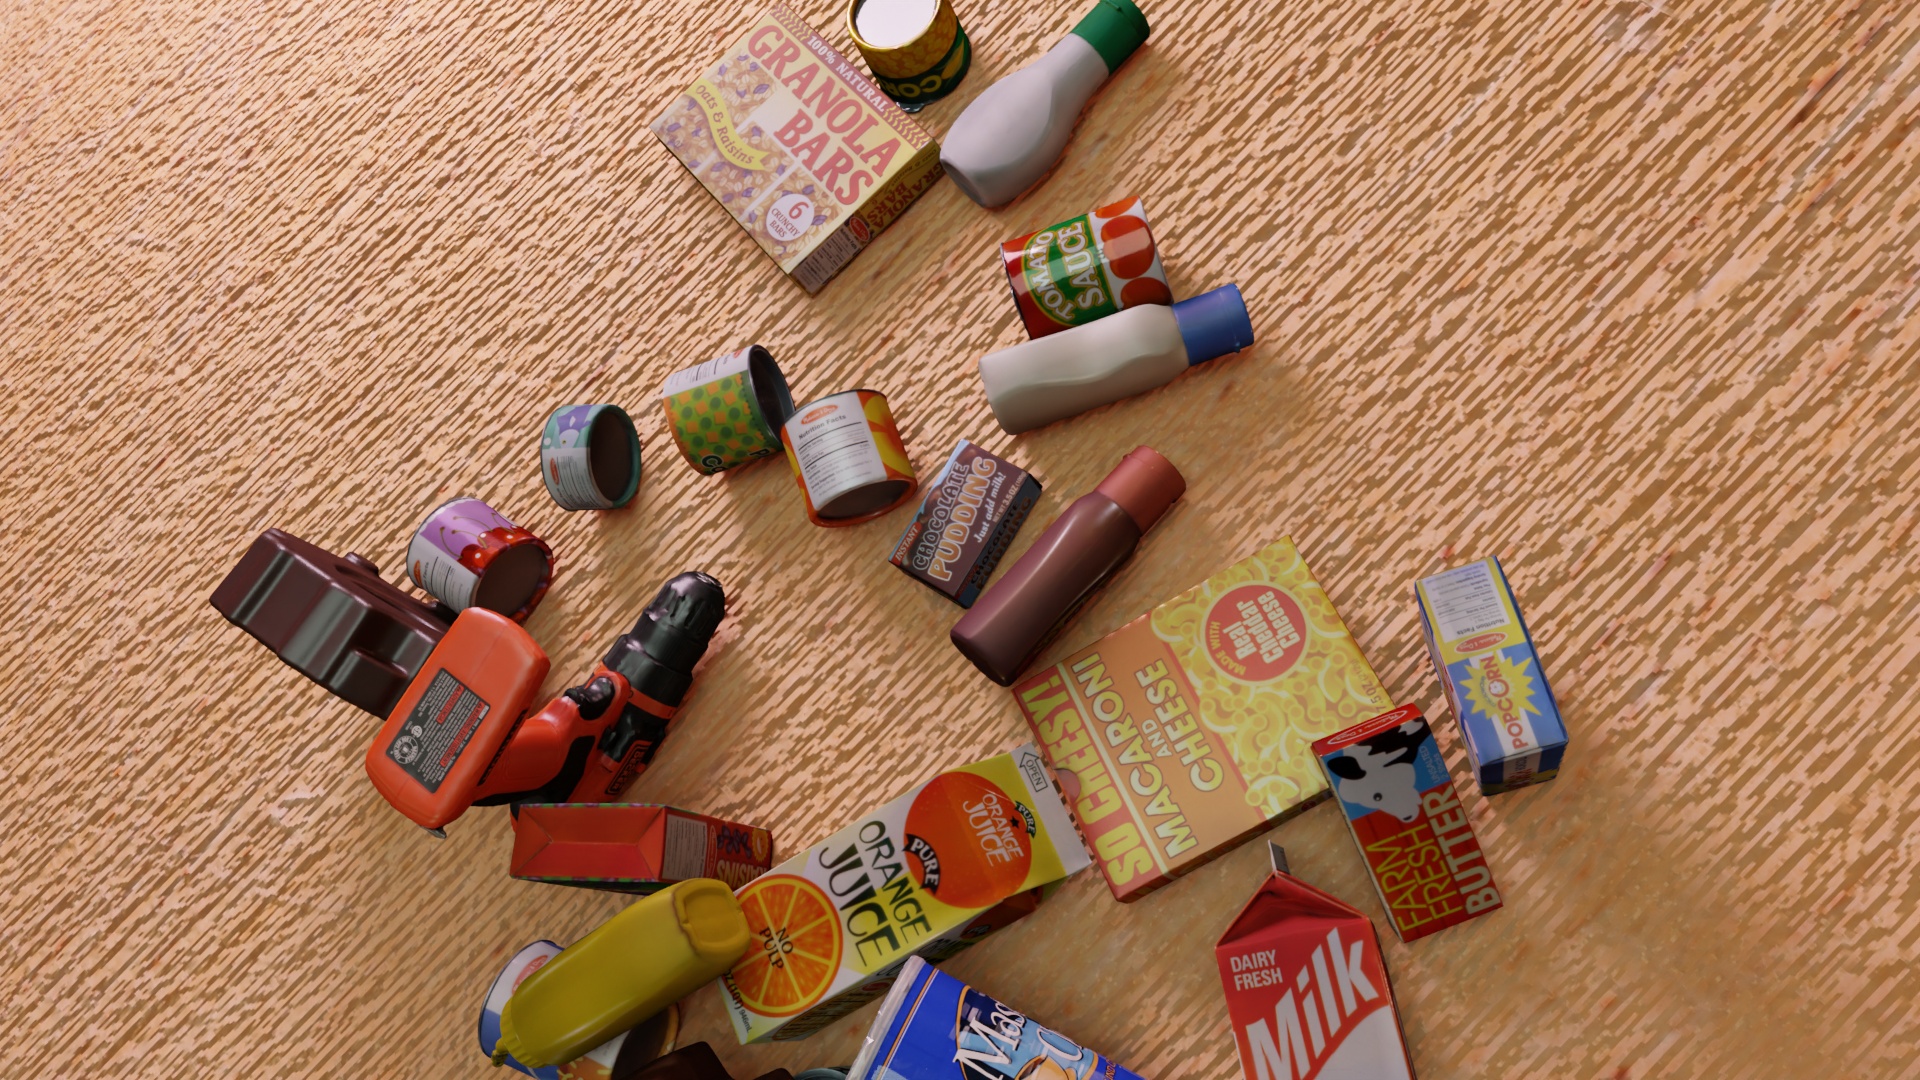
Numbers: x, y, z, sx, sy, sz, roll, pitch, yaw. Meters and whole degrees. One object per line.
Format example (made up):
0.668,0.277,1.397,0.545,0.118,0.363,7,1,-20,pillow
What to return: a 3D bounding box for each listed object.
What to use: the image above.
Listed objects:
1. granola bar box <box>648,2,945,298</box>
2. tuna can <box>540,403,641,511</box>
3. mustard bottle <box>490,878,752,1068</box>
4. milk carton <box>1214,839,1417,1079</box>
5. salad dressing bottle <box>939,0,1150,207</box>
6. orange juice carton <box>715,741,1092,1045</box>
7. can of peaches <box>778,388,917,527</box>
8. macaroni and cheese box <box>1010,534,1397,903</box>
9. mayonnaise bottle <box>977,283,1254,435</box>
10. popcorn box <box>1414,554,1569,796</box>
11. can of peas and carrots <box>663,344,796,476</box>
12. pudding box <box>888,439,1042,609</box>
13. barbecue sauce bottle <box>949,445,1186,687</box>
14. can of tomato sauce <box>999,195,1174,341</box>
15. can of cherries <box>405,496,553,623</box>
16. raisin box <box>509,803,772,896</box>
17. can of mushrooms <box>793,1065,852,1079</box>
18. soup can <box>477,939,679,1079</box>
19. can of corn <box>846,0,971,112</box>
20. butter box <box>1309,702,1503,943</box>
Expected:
-0.106,-0.253,0.896,0.124,0.039,0.166,-43,65,2,granola bar box
-0.226,-0.053,0.857,0.033,0.071,0.071,-1,73,17,tuna can
-0.178,0.220,0.681,0.160,0.065,0.049,-34,70,18,mustard bottle
0.167,0.234,0.634,0.073,0.072,0.191,-15,70,13,milk carton
0.053,-0.270,0.849,0.147,0.044,0.064,-46,64,-1,salad dressing bottle
-0.030,0.181,0.713,0.192,0.073,0.072,-31,66,6,orange juice carton
-0.063,-0.046,0.801,0.071,0.071,0.058,-24,73,9,can of peaches
0.126,0.091,0.710,0.166,0.040,0.124,-30,66,6,macaroni and cheese box
0.087,-0.102,0.775,0.148,0.064,0.041,-18,72,7,mayonnaise bottle
0.242,0.066,0.634,0.038,0.126,0.085,-20,68,14,popcorn box
-0.136,-0.075,0.835,0.058,0.071,0.071,-17,69,13,can of peas and carrots
0.003,-0.010,0.787,0.050,0.030,0.084,29,83,25,pudding box
0.059,0.012,0.748,0.043,0.065,0.149,44,81,-1,barbecue sauce bottle
0.072,-0.152,0.789,0.083,0.071,0.071,-18,69,11,can of tomato sauce
-0.293,0.013,0.857,0.058,0.071,0.071,28,83,23,can of cherries
-0.163,0.166,0.733,0.086,0.123,0.040,-4,72,17,raisin box
-0.063,0.302,0.706,0.071,0.033,0.071,-6,71,16,can of mushrooms
-0.204,0.263,0.748,0.084,0.071,0.071,15,78,21,soup can
-0.033,-0.319,0.883,0.071,0.058,0.071,-5,71,16,can of corn
0.210,0.133,0.653,0.053,0.024,0.103,-25,98,7,butter box
